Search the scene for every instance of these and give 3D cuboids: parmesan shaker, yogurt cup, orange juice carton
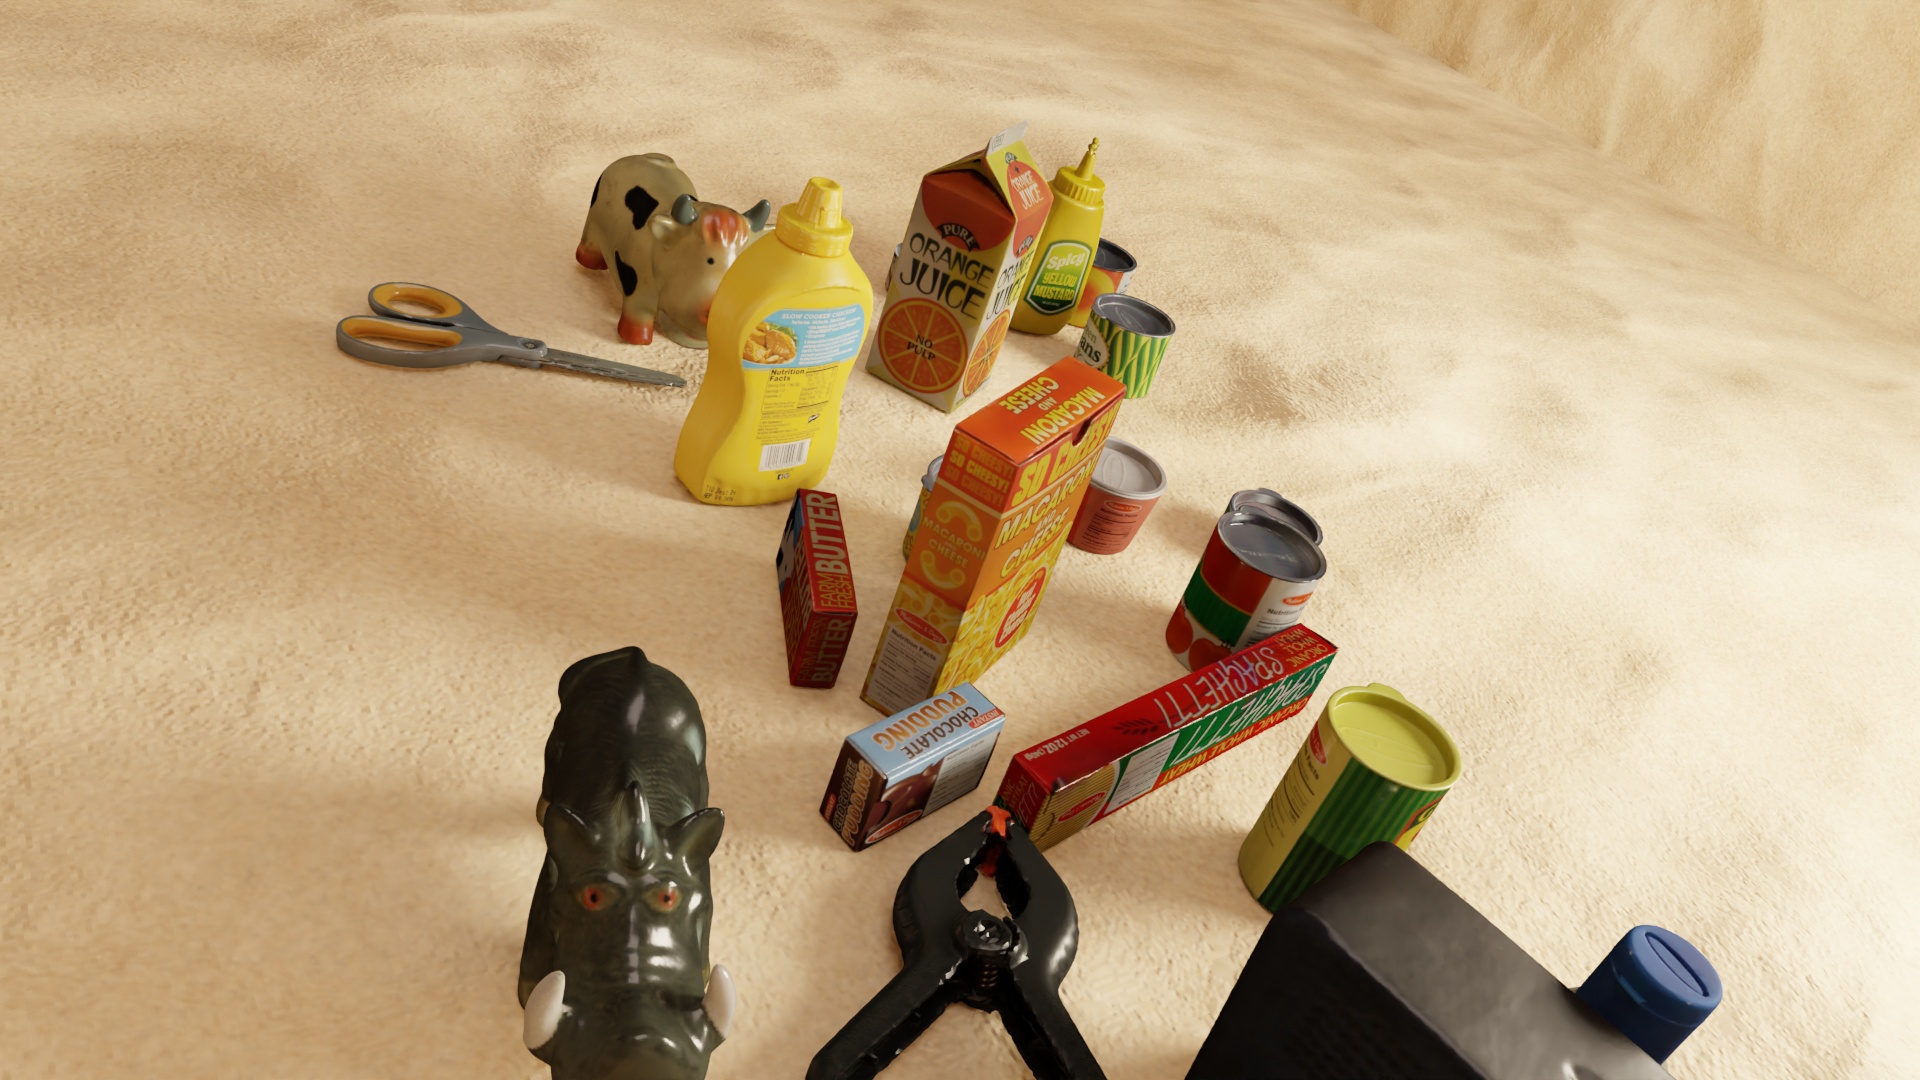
[{"bbox_3d":[0.184,0.128,0.663,0.071,0.102,0.072,14,33,-10],"label":"parmesan shaker"},{"bbox_3d":[0.091,-0.028,0.884,0.072,0.053,0.073,14,33,-9],"label":"yogurt cup"},{"bbox_3d":[0.004,-0.192,0.948,0.073,0.191,0.072,28,33,11],"label":"orange juice carton"}]

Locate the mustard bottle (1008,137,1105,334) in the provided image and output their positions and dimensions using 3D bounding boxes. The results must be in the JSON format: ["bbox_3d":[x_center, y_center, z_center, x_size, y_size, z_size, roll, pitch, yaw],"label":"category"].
[{"bbox_3d":[0.077,-0.238,1.085,0.065,0.159,0.049,1,38,-28],"label":"mustard bottle"}]

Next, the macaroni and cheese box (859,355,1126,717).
[{"bbox_3d":[0.018,0.001,0.699,0.040,0.165,0.124,31,34,16],"label":"macaroni and cheese box"}]

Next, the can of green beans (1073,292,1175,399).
[{"bbox_3d":[0.126,-0.151,1.077,0.071,0.057,0.071,14,33,-9],"label":"can of green beans"}]

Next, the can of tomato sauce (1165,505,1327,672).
[{"bbox_3d":[0.163,0.033,0.808,0.071,0.082,0.071,14,33,-9],"label":"can of tomato sauce"}]

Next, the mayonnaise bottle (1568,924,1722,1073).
[{"bbox_3d":[0.232,0.208,0.531,0.041,0.147,0.065,-2,39,-31],"label":"mayonnaise bottle"}]

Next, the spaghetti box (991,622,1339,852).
[{"bbox_3d":[0.112,0.098,0.716,0.251,0.050,0.029,-17,48,-43],"label":"spaghetti box"}]

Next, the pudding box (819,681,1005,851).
[{"bbox_3d":[-0.021,0.102,0.638,0.030,0.049,0.084,40,37,27],"label":"pudding box"}]

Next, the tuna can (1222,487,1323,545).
[{"bbox_3d":[0.205,-0.004,0.929,0.071,0.032,0.071,14,33,-9],"label":"tuna can"}]

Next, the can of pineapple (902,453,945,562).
[{"bbox_3d":[0.003,-0.010,0.807,0.071,0.057,0.071,14,33,-9],"label":"can of pineapple"}]

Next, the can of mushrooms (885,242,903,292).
[{"bbox_3d":[-0.025,-0.209,1.103,0.071,0.033,0.071,14,33,-9],"label":"can of mushrooms"}]

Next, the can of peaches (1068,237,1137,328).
[{"bbox_3d":[0.105,-0.217,1.163,0.071,0.057,0.071,14,33,-9],"label":"can of peaches"}]

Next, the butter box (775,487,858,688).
[{"bbox_3d":[-0.076,0.024,0.720,0.024,0.052,0.104,8,35,-18],"label":"butter box"}]
